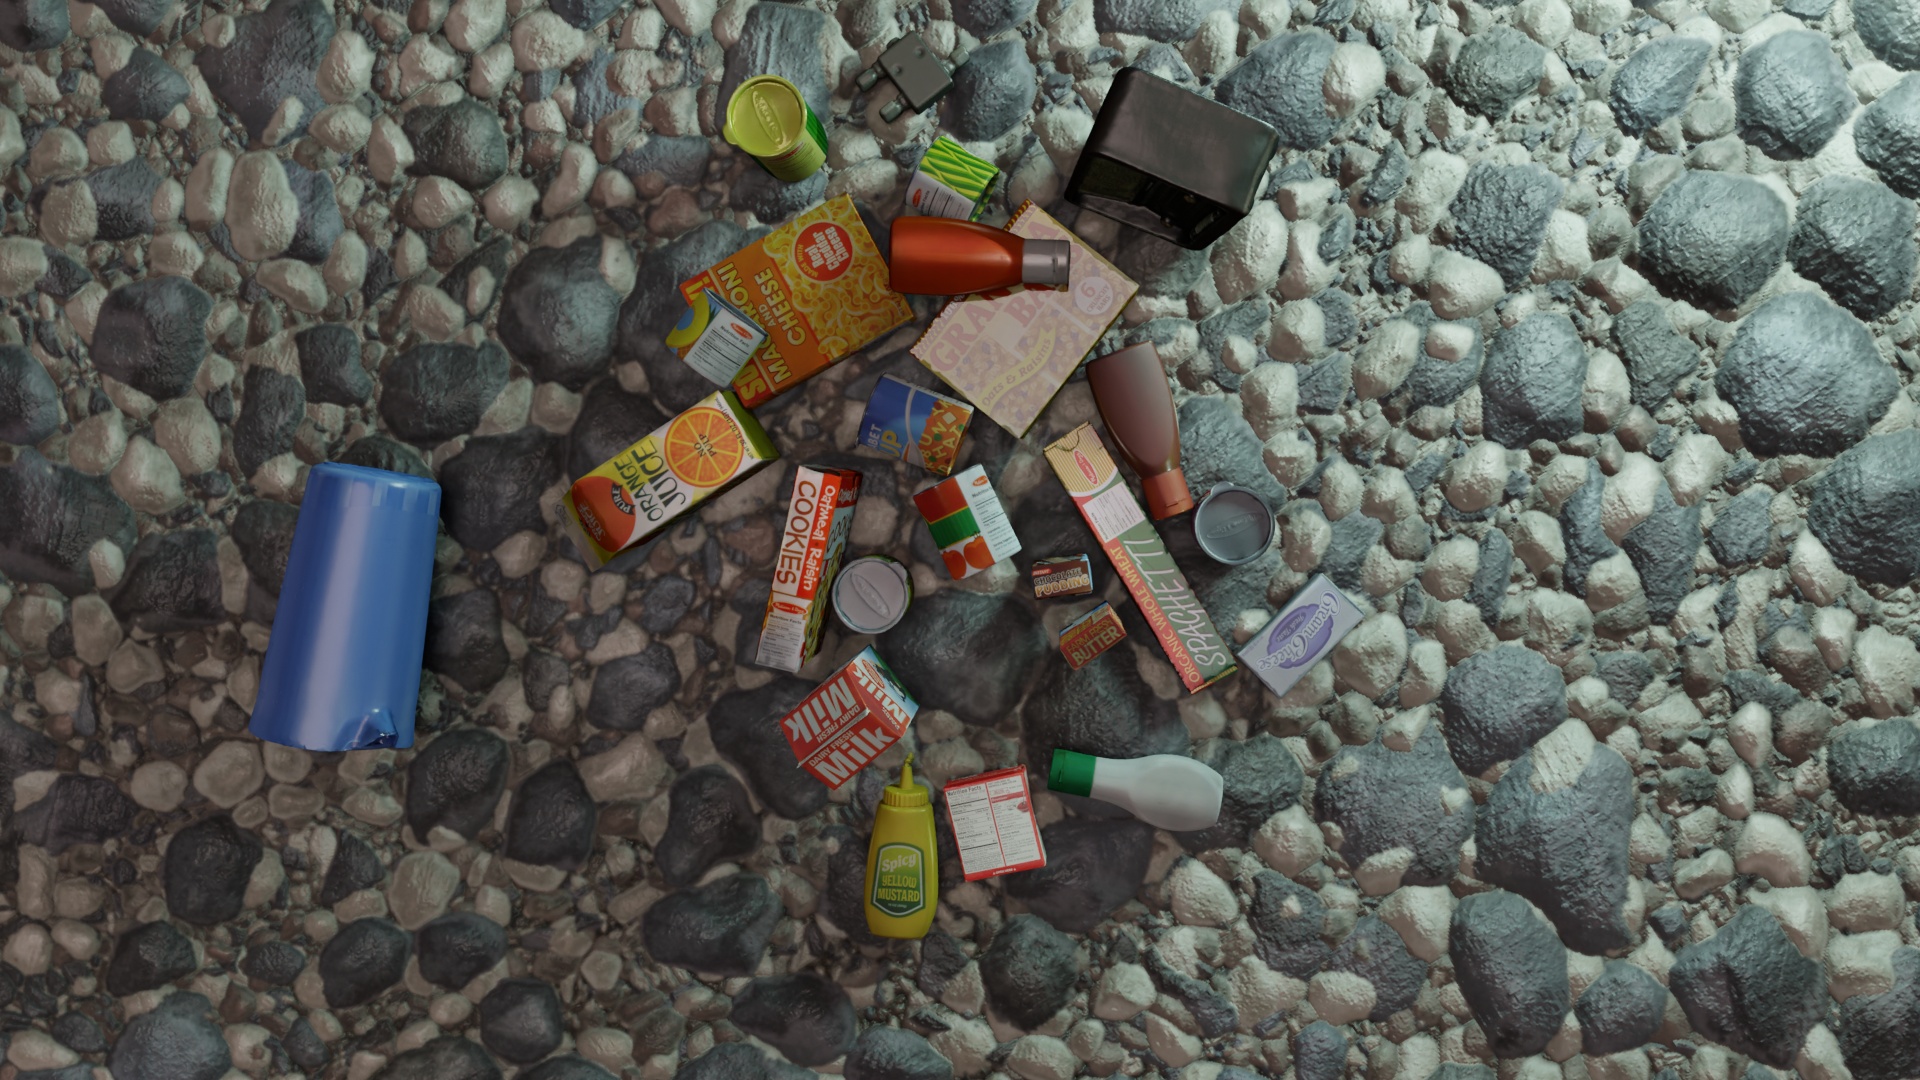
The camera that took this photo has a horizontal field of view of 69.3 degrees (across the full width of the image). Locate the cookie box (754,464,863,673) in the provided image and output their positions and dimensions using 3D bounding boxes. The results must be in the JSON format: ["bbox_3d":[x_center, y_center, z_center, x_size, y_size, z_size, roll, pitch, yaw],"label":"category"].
[{"bbox_3d":[-0.126,0.019,1.177,0.040,0.123,0.167,14,94,3],"label":"cookie box"}]

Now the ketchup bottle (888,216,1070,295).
[{"bbox_3d":[0.016,-0.234,1.153,0.149,0.044,0.064,4,111,7],"label":"ketchup bottle"}]

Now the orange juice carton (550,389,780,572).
[{"bbox_3d":[-0.261,-0.051,1.209,0.192,0.073,0.072,-32,91,6],"label":"orange juice carton"}]

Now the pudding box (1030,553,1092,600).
[{"bbox_3d":[0.087,0.030,1.181,0.050,0.084,0.030,-8,92,5],"label":"pudding box"}]

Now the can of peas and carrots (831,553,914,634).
[{"bbox_3d":[-0.073,0.044,1.206,0.071,0.059,0.071,0,93,4],"label":"can of peas and carrots"}]

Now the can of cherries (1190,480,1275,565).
[{"bbox_3d":[0.230,-0.017,1.181,0.071,0.058,0.071,0,93,5],"label":"can of cherries"}]

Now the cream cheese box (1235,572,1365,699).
[{"bbox_3d":[0.292,0.081,1.197,0.053,0.024,0.103,44,95,1],"label":"cream cheese box"}]

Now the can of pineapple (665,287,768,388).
[{"bbox_3d":[-0.205,-0.170,1.162,0.071,0.071,0.058,38,96,2],"label":"can of pineapple"}]

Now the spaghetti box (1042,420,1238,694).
[{"bbox_3d":[0.155,0.015,1.202,0.050,0.029,0.250,-31,90,5],"label":"spaghetti box"}]

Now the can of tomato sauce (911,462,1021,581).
[{"bbox_3d":[0.004,-0.015,1.195,0.071,0.071,0.083,-26,91,5],"label":"can of tomato sauce"}]

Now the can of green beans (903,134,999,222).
[{"bbox_3d":[-0.007,-0.301,1.181,0.058,0.071,0.071,31,95,2],"label":"can of green beans"}]

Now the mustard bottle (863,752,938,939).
[{"bbox_3d":[-0.051,0.266,1.220,0.065,0.049,0.160,2,93,3],"label":"mustard bottle"}]

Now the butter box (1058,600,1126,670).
[{"bbox_3d":[0.110,0.079,1.172,0.053,0.103,0.024,-35,91,5],"label":"butter box"}]

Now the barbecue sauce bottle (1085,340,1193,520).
[{"bbox_3d":[0.159,-0.092,1.190,0.065,0.044,0.148,-19,92,5],"label":"barbecue sauce bottle"}]

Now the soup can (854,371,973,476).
[{"bbox_3d":[-0.039,-0.097,1.193,0.084,0.071,0.071,22,95,3],"label":"soup can"}]

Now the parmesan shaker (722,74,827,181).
[{"bbox_3d":[-0.156,-0.345,1.172,0.071,0.103,0.071,0,93,4],"label":"parmesan shaker"}]

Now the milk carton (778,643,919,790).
[{"bbox_3d":[-0.091,0.146,1.146,0.072,0.191,0.073,-39,90,6],"label":"milk carton"}]

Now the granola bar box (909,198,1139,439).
[{"bbox_3d":[0.055,-0.189,1.195,0.124,0.039,0.165,39,95,3],"label":"granola bar box"}]

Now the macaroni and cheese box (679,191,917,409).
[{"bbox_3d":[-0.140,-0.207,1.209,0.166,0.040,0.123,-28,91,5],"label":"macaroni and cheese box"}]

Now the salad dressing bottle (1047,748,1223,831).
[{"bbox_3d":[0.151,0.212,1.206,0.148,0.044,0.064,11,96,5],"label":"salad dressing bottle"}]
